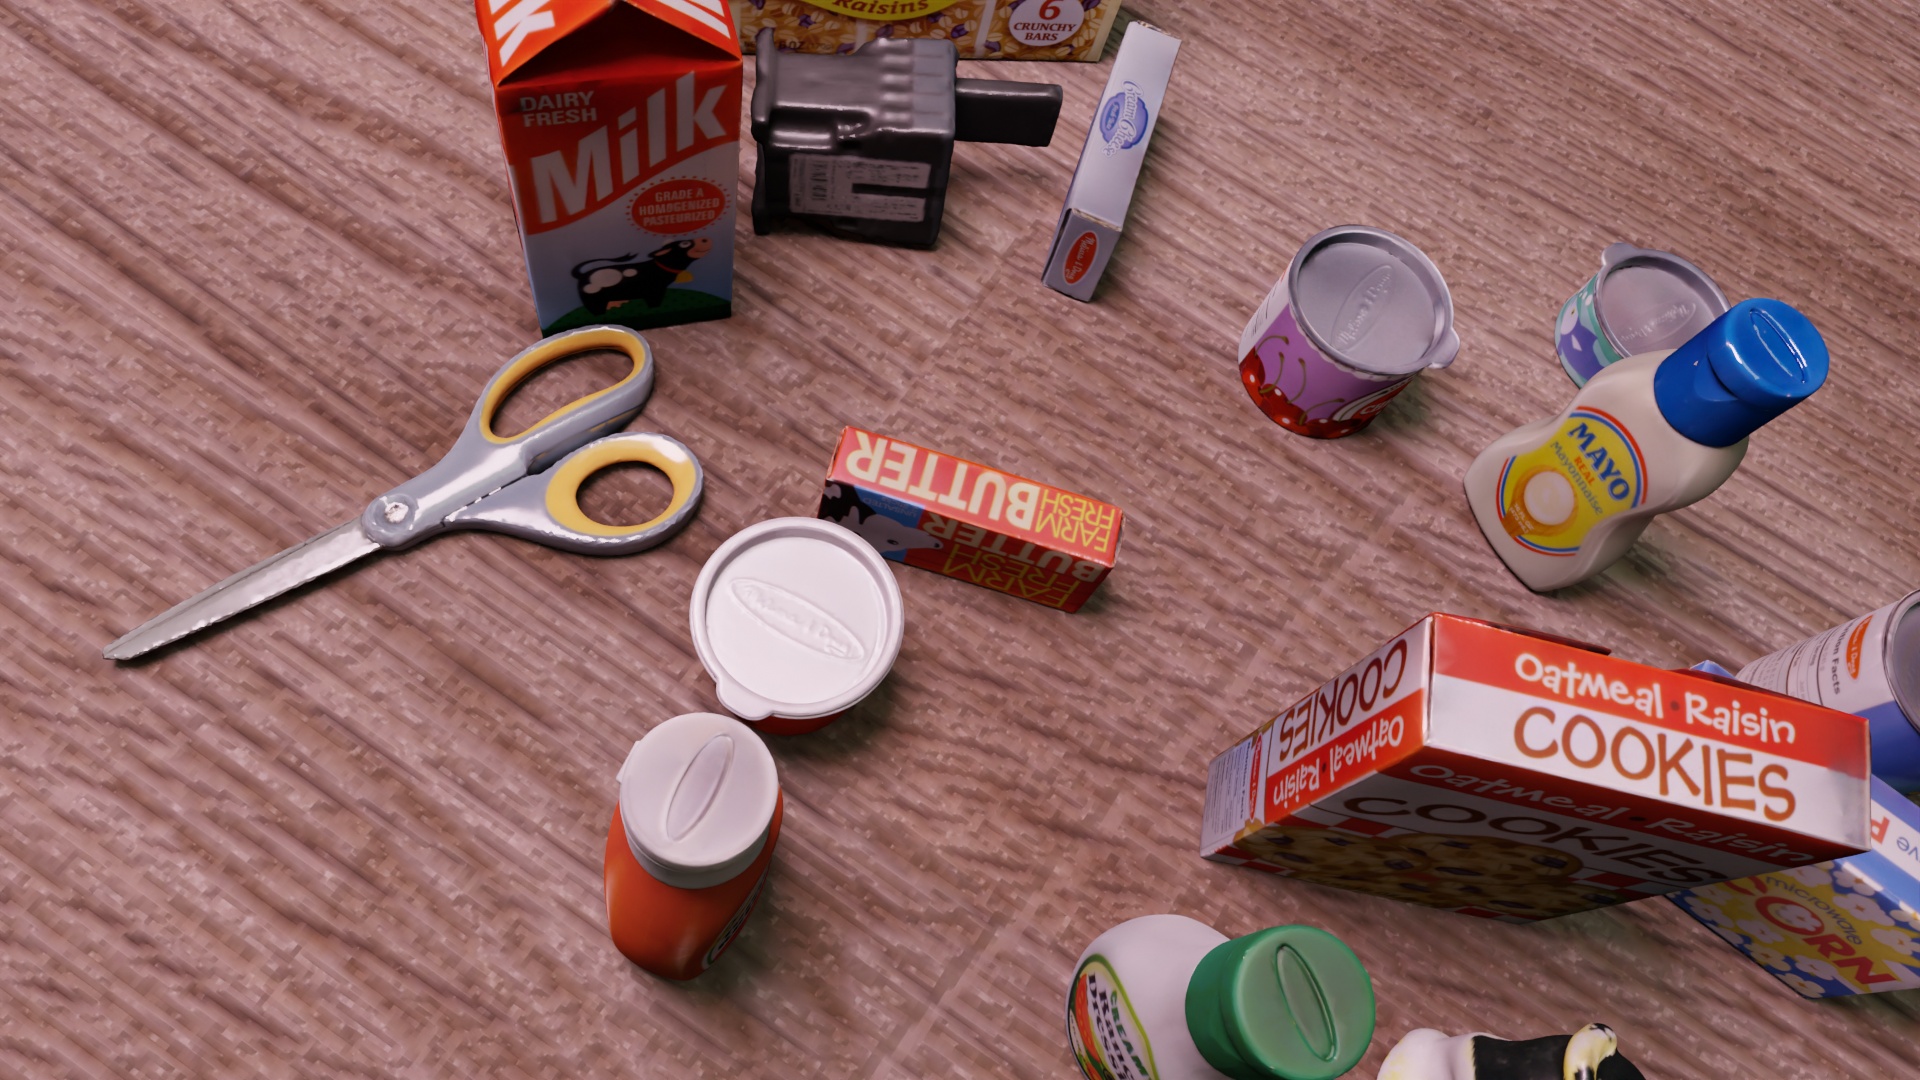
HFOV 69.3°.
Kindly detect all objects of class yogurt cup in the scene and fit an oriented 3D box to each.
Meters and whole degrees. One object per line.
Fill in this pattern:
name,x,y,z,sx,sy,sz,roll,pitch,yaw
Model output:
yogurt cup,-0.056,0.032,0.464,0.072,0.053,0.072,4,67,-9

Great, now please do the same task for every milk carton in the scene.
milk carton,-0.114,-0.145,0.452,0.073,0.189,0.072,-11,71,-15

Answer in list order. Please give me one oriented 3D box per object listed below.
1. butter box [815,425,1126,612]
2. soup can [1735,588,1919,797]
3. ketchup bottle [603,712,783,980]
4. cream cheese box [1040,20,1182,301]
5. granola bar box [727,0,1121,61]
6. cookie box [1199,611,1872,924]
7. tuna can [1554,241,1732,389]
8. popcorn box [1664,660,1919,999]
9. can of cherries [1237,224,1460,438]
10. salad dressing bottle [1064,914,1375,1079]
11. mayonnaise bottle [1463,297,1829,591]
butter box,0.002,-0.006,0.492,0.103,0.053,0.024,17,66,-4
soup can,0.341,0.063,0.512,0.071,0.083,0.071,4,67,-9
ketchup bottle,-0.074,0.084,0.387,0.043,0.148,0.065,25,66,0
cream cheese box,0.061,-0.154,0.566,0.024,0.053,0.104,20,65,-3
granola bar box,-0.010,-0.249,0.552,0.166,0.123,0.039,-3,69,-12
cookie box,0.161,0.077,0.426,0.123,0.166,0.040,13,66,-5
tuna can,0.291,-0.091,0.595,0.071,0.032,0.071,4,67,-9
popcorn box,0.278,0.104,0.483,0.127,0.085,0.038,37,66,5
can of cherries,0.152,-0.079,0.549,0.071,0.058,0.072,4,67,-9
salad dressing bottle,0.069,0.135,0.394,0.044,0.147,0.064,-15,72,-16
mayonnaise bottle,0.241,-0.034,0.498,0.041,0.147,0.065,-22,74,-18
